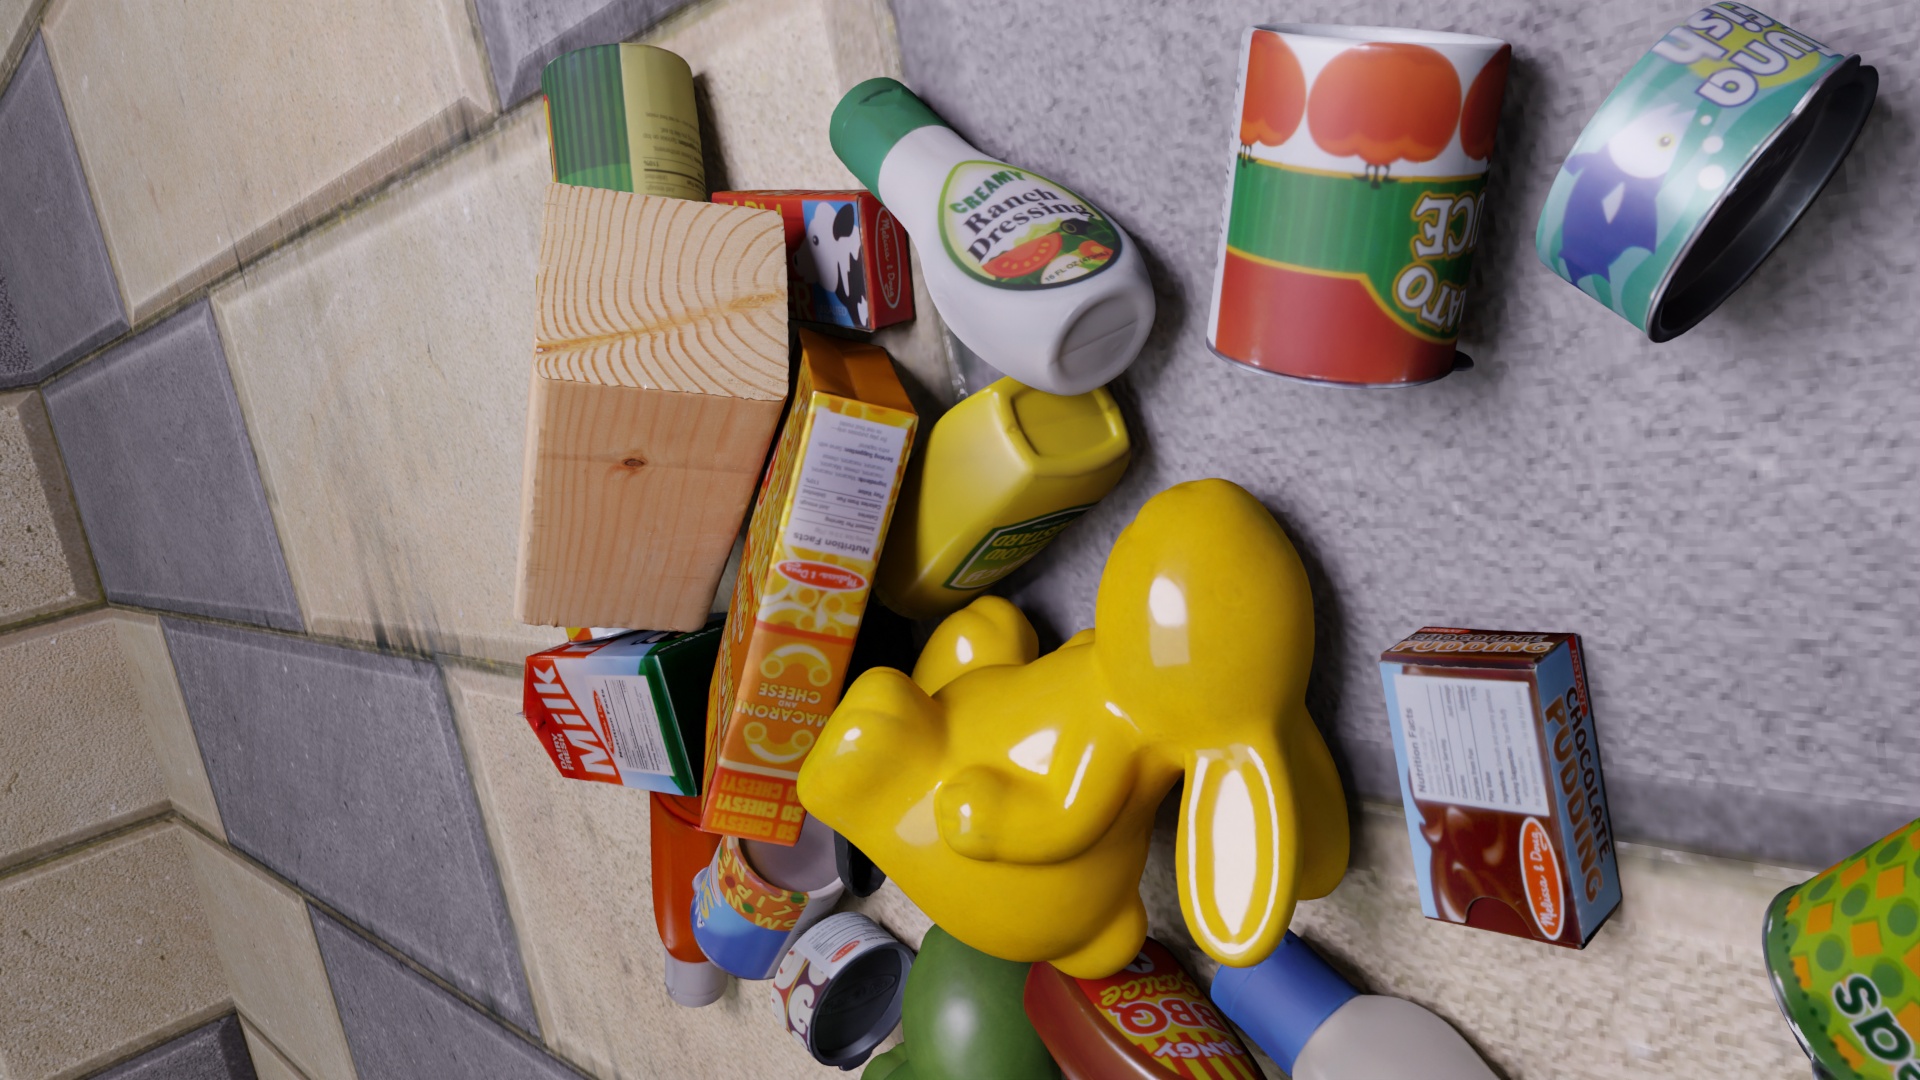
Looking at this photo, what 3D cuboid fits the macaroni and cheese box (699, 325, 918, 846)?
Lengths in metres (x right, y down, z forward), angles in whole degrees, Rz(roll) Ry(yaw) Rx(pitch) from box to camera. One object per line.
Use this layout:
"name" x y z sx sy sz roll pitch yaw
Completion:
"macaroni and cheese box" -0.061 0.012 0.532 0.124 0.040 0.166 -115 39 -70

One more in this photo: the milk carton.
"milk carton" -0.168 0.083 0.739 0.190 0.072 0.073 -6 101 49

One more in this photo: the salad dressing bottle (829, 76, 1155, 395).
"salad dressing bottle" 0.005 -0.109 0.474 0.148 0.064 0.043 50 159 34

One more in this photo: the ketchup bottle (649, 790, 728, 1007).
"ketchup bottle" -0.150 0.200 0.788 0.065 0.044 0.148 32 128 38

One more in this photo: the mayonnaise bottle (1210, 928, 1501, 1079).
"mayonnaise bottle" 0.143 0.181 0.431 0.148 0.065 0.041 40 144 38

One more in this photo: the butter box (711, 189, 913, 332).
"butter box" -0.063 -0.118 0.573 0.103 0.024 0.053 16 117 45

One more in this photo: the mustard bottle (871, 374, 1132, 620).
"mustard bottle" 0.002 -0.006 0.517 0.159 0.065 0.049 -47 63 54

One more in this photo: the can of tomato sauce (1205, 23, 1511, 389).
"can of tomato sauce" 0.104 -0.088 0.361 0.071 0.071 0.082 25 122 41

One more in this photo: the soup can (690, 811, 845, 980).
"soup can" -0.095 0.168 0.693 0.071 0.071 0.083 50 136 23

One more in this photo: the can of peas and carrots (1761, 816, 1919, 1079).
"can of peas and carrots" 0.220 0.093 0.296 0.071 0.071 0.058 52 137 21

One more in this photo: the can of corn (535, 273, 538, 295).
"can of corn" -0.172 -0.099 0.670 0.071 0.071 0.058 31 126 38

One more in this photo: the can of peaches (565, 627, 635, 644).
"can of peaches" -0.183 0.018 0.735 0.071 0.071 0.058 -7 99 50

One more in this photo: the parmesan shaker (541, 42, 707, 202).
"parmesan shaker" -0.143 -0.154 0.608 0.071 0.071 0.103 -11 85 50

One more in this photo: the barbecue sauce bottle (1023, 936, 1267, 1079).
"barbecue sauce bottle" 0.078 0.191 0.470 0.149 0.065 0.043 42 121 60

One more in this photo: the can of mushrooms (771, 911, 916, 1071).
"can of mushrooms" -0.056 0.217 0.669 0.033 0.071 0.070 27 124 41

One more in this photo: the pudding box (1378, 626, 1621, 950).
"pudding box" 0.153 0.069 0.396 0.049 0.030 0.083 -3 103 48

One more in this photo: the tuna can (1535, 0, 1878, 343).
"tuna can" 0.159 -0.080 0.298 0.033 0.071 0.070 45 135 28
